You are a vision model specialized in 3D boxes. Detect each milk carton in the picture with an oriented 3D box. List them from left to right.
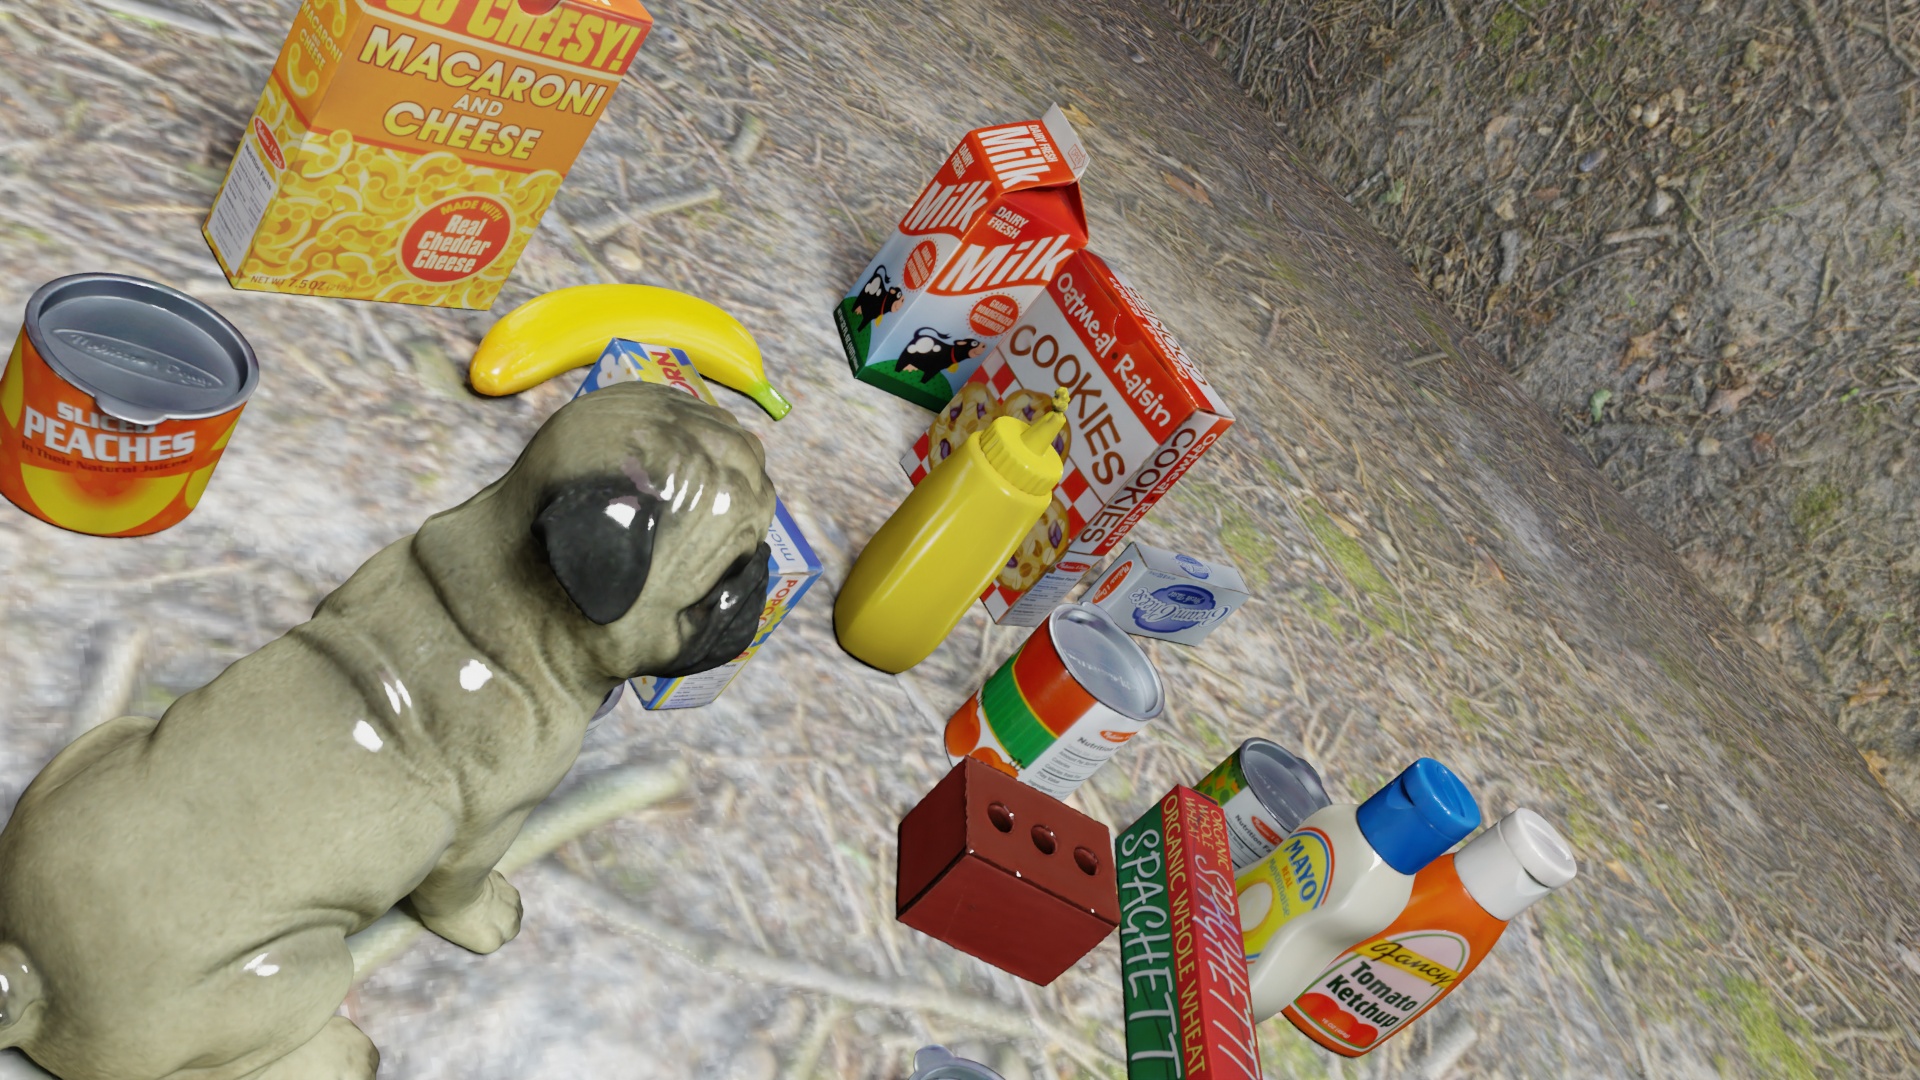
[{"bbox_3d":[0.009,-0.175,0.846,0.073,0.189,0.072,20,35,-36],"label":"milk carton"}]

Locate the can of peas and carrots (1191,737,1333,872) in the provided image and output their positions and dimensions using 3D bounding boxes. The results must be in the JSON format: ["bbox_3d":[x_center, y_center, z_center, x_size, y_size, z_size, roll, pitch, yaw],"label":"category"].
[{"bbox_3d":[0.150,0.143,0.711,0.071,0.058,0.071,31,30,-20],"label":"can of peas and carrots"}]

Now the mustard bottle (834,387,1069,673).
[{"bbox_3d":[0.002,-0.008,0.633,0.049,0.159,0.065,30,30,-21],"label":"mustard bottle"}]

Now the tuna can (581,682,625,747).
[{"bbox_3d":[-0.158,0.046,0.492,0.071,0.032,0.071,31,30,-20],"label":"tuna can"}]

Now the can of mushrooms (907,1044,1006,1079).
[{"bbox_3d":[-0.003,0.206,0.457,0.071,0.033,0.071,31,30,-20],"label":"can of mushrooms"}]

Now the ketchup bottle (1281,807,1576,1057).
[{"bbox_3d":[0.214,0.180,0.644,0.064,0.148,0.044,36,28,-10],"label":"ketchup bottle"}]

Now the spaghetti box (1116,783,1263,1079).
[{"bbox_3d":[0.094,0.202,0.568,0.028,0.050,0.251,33,29,-17],"label":"spaghetti box"}]

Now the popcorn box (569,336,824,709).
[{"bbox_3d":[-0.119,-0.007,0.560,0.038,0.085,0.127,-1,49,-52],"label":"popcorn box"}]

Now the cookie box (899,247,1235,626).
[{"bbox_3d":[0.052,-0.053,0.752,0.040,0.166,0.123,8,43,-47],"label":"cookie box"}]

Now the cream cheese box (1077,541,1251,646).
[{"bbox_3d":[0.124,0.034,0.840,0.104,0.053,0.024,13,39,-42],"label":"cream cheese box"}]

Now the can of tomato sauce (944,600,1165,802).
[{"bbox_3d":[0.042,0.079,0.642,0.071,0.082,0.071,31,30,-20],"label":"can of tomato sauce"}]

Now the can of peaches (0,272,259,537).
[{"bbox_3d":[-0.272,-0.042,0.448,0.071,0.057,0.071,31,30,-20],"label":"can of peaches"}]

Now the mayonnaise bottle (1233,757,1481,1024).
[{"bbox_3d":[0.163,0.153,0.618,0.041,0.147,0.065,28,30,-24],"label":"mayonnaise bottle"}]

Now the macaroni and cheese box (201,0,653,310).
[{"bbox_3d":[-0.221,-0.173,0.582,0.124,0.165,0.040,-6,53,-55],"label":"macaroni and cheese box"}]
